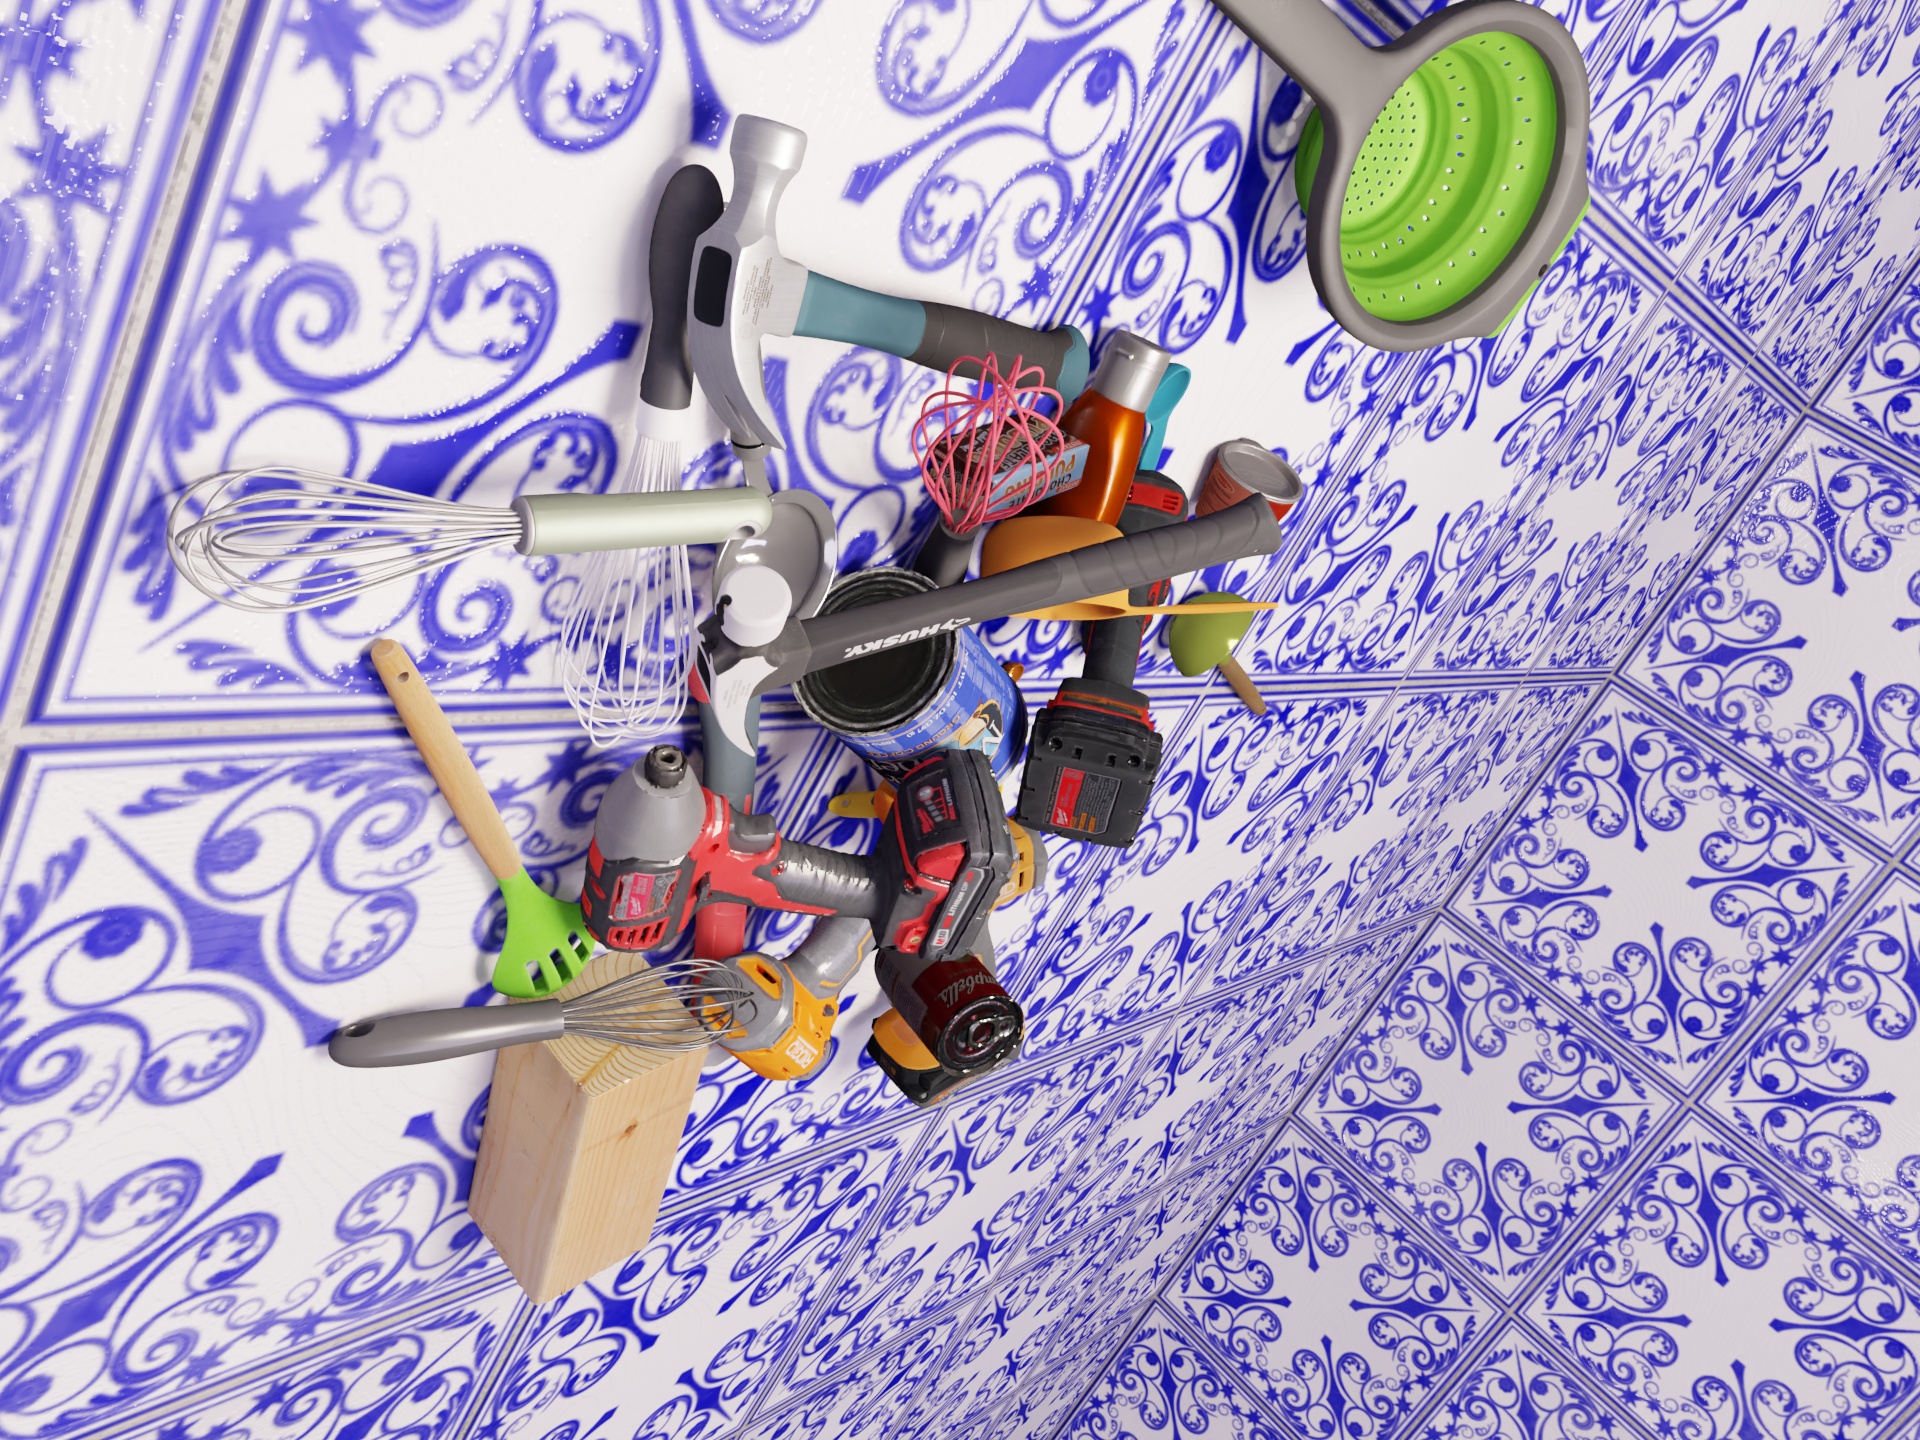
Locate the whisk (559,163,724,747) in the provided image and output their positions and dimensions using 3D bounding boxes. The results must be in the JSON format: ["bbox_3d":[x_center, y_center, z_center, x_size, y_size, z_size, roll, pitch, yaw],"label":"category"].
[{"bbox_3d":[-0.139,-0.107,0.716,0.070,0.070,0.284,-21,137,-44],"label":"whisk"}]

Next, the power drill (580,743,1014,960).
[{"bbox_3d":[-0.091,0.069,0.871,0.219,0.079,0.143,3,137,-19],"label":"power drill"}]

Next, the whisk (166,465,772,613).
[{"bbox_3d":[-0.185,-0.078,0.640,0.246,0.059,0.058,-9,163,-36],"label":"whisk"}]

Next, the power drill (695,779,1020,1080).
[{"bbox_3d":[-0.064,0.141,1.048,0.226,0.084,0.164,-47,156,-12],"label":"power drill"}]

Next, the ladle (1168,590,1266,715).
[{"bbox_3d":[0.240,-0.040,1.368,0.078,0.062,0.320,-48,156,3],"label":"ladle"}]

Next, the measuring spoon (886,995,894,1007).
[{"bbox_3d":[-0.032,0.179,1.291,0.034,0.018,0.124,3,117,-48],"label":"measuring spoon"}]

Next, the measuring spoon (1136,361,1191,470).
[{"bbox_3d":[0.121,-0.190,1.047,0.042,0.021,0.128,-37,160,-24],"label":"measuring spoon"}]

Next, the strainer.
[{"bbox_3d":[-0.100,-0.128,0.763,0.087,0.050,0.258,-39,146,-33],"label":"strainer"}]

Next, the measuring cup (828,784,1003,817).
[{"bbox_3d":[-0.036,0.050,1.114,0.156,0.029,0.062,2,126,-43],"label":"measuring cup"}]

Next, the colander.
[{"bbox_3d":[0.216,-0.357,0.910,0.396,0.095,0.204,20,109,-43],"label":"colander"}]

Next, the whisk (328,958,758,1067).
[{"bbox_3d":[-0.225,0.169,0.886,0.239,0.055,0.055,-2,130,-29],"label":"whisk"}]

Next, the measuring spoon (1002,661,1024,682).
[{"bbox_3d":[-0.002,-0.004,1.104,0.117,0.011,0.021,-40,152,-11],"label":"measuring spoon"}]

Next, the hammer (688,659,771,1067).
[{"bbox_3d":[-0.135,0.086,0.986,0.143,0.038,0.386,-30,147,-35],"label":"hammer"}]

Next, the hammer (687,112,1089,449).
[{"bbox_3d":[-0.018,-0.190,0.774,0.331,0.033,0.128,-9,121,-60],"label":"hammer"}]

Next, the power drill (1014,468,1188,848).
[{"bbox_3d":[0.097,-0.030,1.057,0.187,0.080,0.227,98,6,-58],"label":"power drill"}]

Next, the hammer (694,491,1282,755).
[{"bbox_3d":[0.024,-0.063,0.812,0.334,0.035,0.146,-16,160,-24],"label":"hammer"}]

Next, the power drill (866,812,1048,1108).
[{"bbox_3d":[-0.024,0.193,1.227,0.185,0.084,0.226,-21,132,-31],"label":"power drill"}]

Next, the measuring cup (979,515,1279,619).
[{"bbox_3d":[0.096,-0.088,0.915,0.095,0.173,0.052,66,24,-86],"label":"measuring cup"}]

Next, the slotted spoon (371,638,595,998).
[{"bbox_3d":[-0.240,0.063,0.811,0.070,0.031,0.313,-37,149,-22],"label":"slotted spoon"}]

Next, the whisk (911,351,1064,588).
[{"bbox_3d":[0.002,-0.112,0.829,0.073,0.073,0.295,-42,176,-14],"label":"whisk"}]
